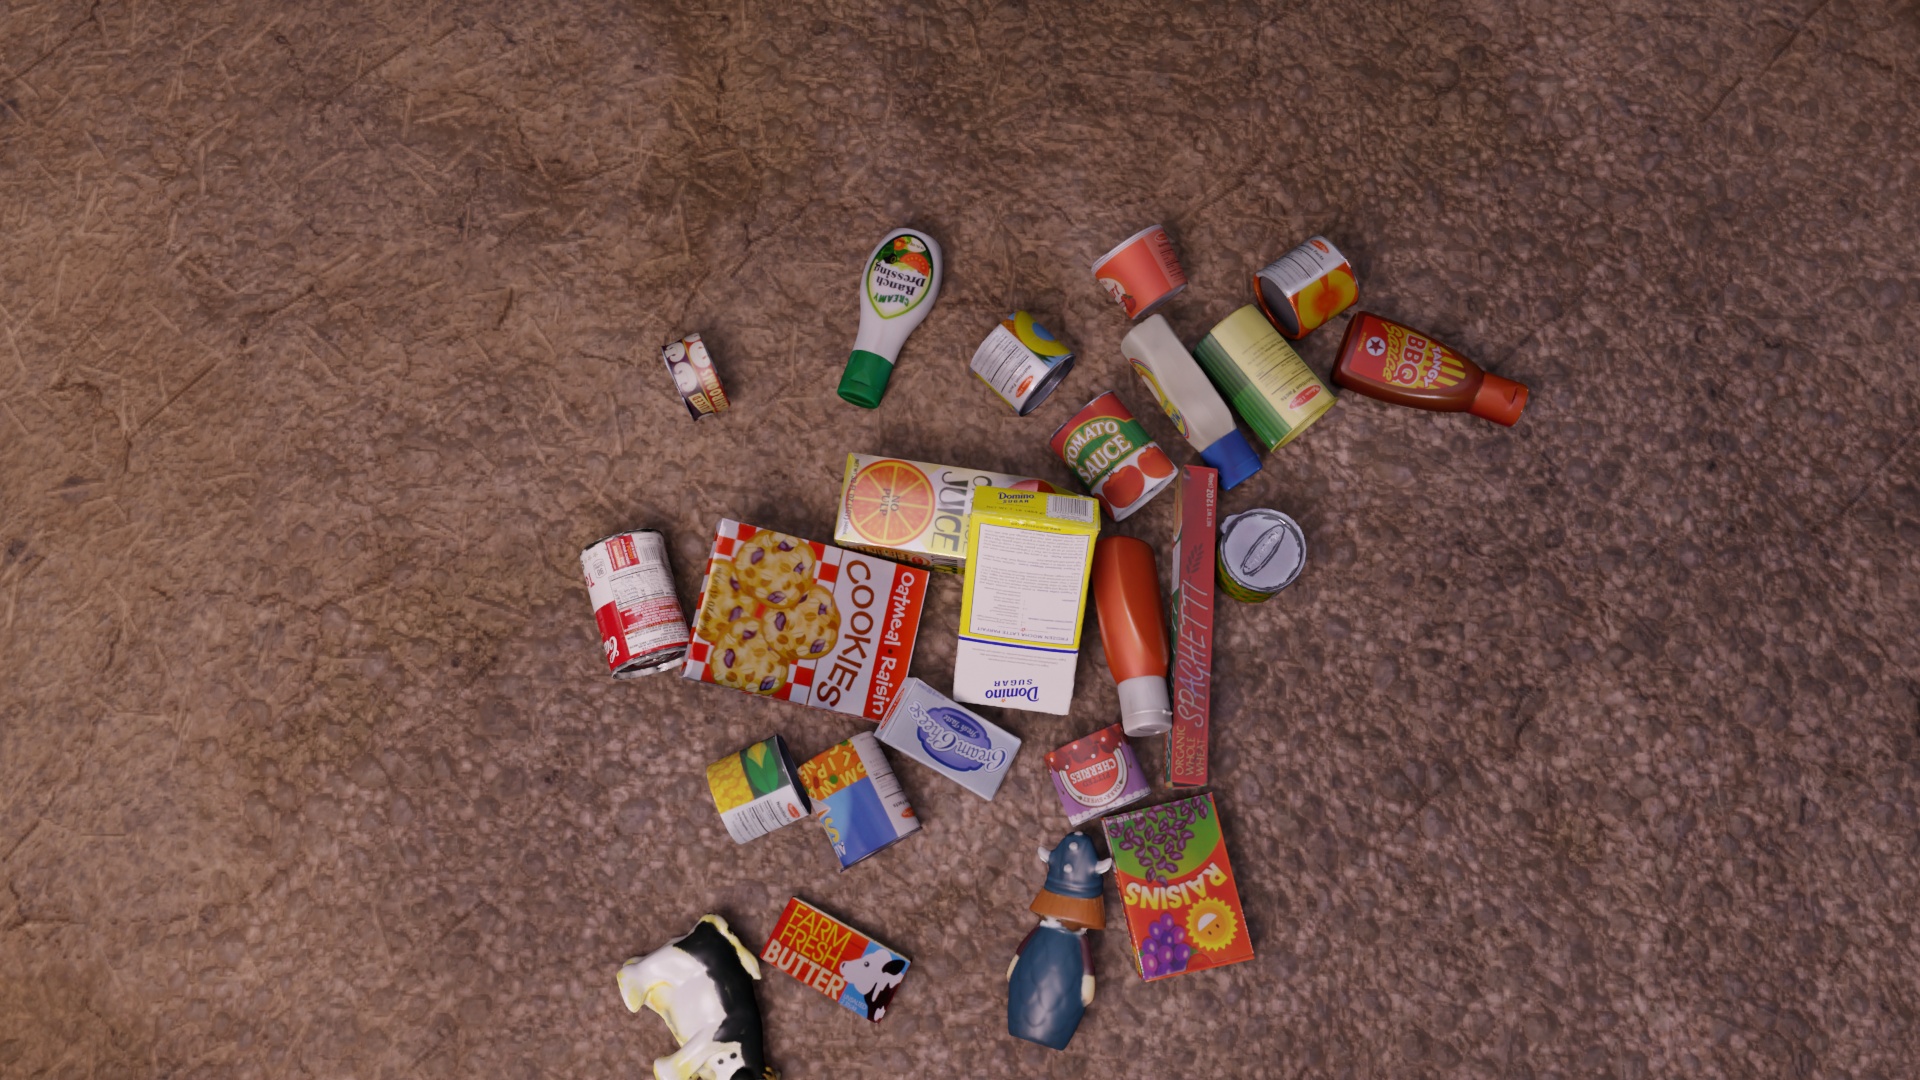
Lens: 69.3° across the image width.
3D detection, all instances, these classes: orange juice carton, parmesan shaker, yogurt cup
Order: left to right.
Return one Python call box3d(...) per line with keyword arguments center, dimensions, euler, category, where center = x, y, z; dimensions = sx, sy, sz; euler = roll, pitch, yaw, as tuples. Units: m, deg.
box3d(center=(0.004, -0.014, 1.087), dimensions=(0.193, 0.073, 0.072), euler=(8, 78, 2), category="orange juice carton")
box3d(center=(0.149, -0.217, 1.135), dimensions=(0.072, 0.072, 0.054), euler=(-32, 88, -6), category="yogurt cup")
box3d(center=(0.244, -0.132, 1.114), dimensions=(0.071, 0.071, 0.103), euler=(-37, 79, -6), category="parmesan shaker")

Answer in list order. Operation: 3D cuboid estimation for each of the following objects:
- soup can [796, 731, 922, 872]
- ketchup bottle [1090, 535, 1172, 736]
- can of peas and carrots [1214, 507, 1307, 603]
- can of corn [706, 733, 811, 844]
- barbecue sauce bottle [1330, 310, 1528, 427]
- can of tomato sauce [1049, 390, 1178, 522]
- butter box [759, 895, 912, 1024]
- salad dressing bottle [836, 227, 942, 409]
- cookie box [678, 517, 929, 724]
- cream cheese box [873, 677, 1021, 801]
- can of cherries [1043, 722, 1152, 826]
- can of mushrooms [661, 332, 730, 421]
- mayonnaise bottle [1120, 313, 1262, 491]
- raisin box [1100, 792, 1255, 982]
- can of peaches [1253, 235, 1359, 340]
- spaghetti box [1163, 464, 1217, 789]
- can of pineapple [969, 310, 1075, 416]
box3d(center=(-0.079, 0.197, 1.047), dimensions=(0.071, 0.071, 0.084), euler=(-28, 78, -5), category="soup can")
box3d(center=(0.133, 0.073, 1.060), dimensions=(0.043, 0.065, 0.149), euler=(-22, 63, 33), category="ketchup bottle")
box3d(center=(0.230, 0.011, 1.086), dimensions=(0.071, 0.058, 0.071), euler=(0, 77, 1), category="can of peas and carrots")
box3d(center=(-0.153, 0.186, 1.051), dimensions=(0.058, 0.071, 0.071), euler=(-24, 79, -4), category="can of corn")
box3d(center=(0.379, -0.133, 1.122), dimensions=(0.148, 0.043, 0.065), euler=(20, 78, 5), category="barbecue sauce bottle")
box3d(center=(0.121, -0.066, 1.098), dimensions=(0.071, 0.071, 0.083), euler=(-37, 80, -7), category="can of tomato sauce")
box3d(center=(-0.093, 0.314, 1.043), dimensions=(0.103, 0.024, 0.053), euler=(27, 79, 6), category="butter box")
box3d(center=(-0.060, -0.181, 1.139), dimensions=(0.064, 0.044, 0.148), euler=(18, 79, 4), category="salad dressing bottle")
box3d(center=(-0.118, 0.064, 1.064), dimensions=(0.167, 0.040, 0.123), euler=(15, 78, -16), category="cookie box")
box3d(center=(-0.009, 0.151, 1.056), dimensions=(0.104, 0.024, 0.053), euler=(32, 78, -18), category="cream cheese box")
box3d(center=(0.103, 0.176, 1.045), dimensions=(0.071, 0.071, 0.058), euler=(-22, 78, -4), category="can of cherries")
box3d(center=(-0.212, -0.130, 1.118), dimensions=(0.033, 0.071, 0.071), euler=(-23, 79, -5), category="can of mushrooms")
box3d(center=(0.185, -0.109, 1.112), dimensions=(0.041, 0.064, 0.148), euler=(-33, 83, -3), category="mayonnaise bottle")
box3d(center=(0.162, 0.259, 1.043), dimensions=(0.086, 0.040, 0.123), euler=(-12, 79, -3), category="raisin box")
box3d(center=(0.281, -0.203, 1.129), dimensions=(0.058, 0.071, 0.071), euler=(-33, 80, -6), category="can of peaches")
box3d(center=(0.178, 0.068, 1.079), dimensions=(0.029, 0.050, 0.250), euler=(4, 78, 2), category="spaghetti box")
box3d(center=(0.051, -0.143, 1.120), dimensions=(0.058, 0.071, 0.071), euler=(43, 82, 9), category="can of pineapple")
